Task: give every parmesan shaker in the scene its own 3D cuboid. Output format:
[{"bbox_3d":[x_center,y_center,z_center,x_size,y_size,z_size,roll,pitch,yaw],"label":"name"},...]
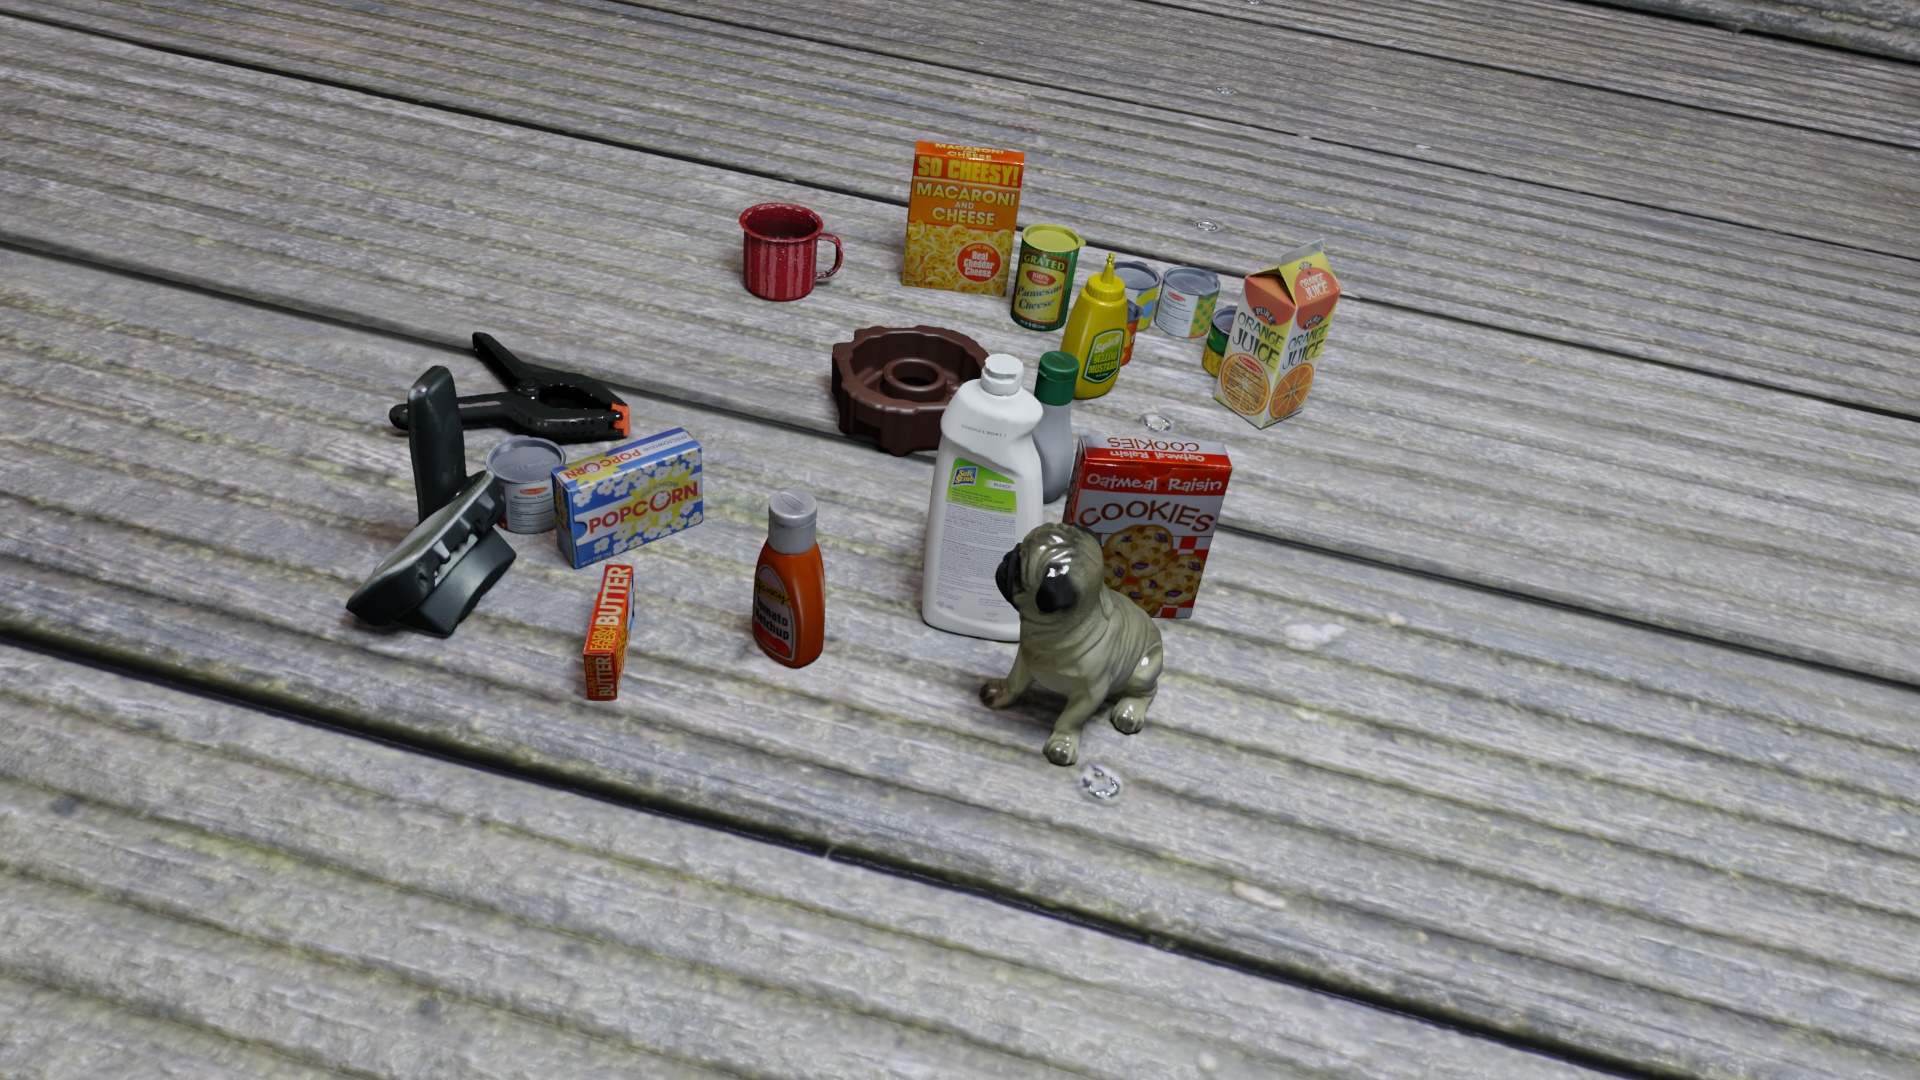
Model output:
[{"bbox_3d":[0.098,-0.295,1.564,0.071,0.102,0.072,5,39,-4],"label":"parmesan shaker"}]

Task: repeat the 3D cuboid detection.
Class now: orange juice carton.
[{"bbox_3d":[0.331,-0.220,1.441,0.072,0.191,0.073,-23,48,-33],"label":"orange juice carton"}]

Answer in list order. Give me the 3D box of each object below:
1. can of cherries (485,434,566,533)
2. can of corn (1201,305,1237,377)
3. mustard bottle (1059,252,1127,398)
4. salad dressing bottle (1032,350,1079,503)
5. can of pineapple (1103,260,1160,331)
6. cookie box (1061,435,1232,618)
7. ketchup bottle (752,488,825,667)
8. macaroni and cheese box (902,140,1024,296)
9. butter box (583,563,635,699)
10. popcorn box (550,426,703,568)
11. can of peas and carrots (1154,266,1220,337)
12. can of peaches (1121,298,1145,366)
[{"bbox_3d":[-0.377,-0.050,1.212,0.071,0.058,0.072,5,39,-4],"label":"can of cherries"},{"bbox_3d":[0.305,-0.218,1.541,0.071,0.058,0.071,5,39,-4],"label":"can of corn"},{"bbox_3d":[0.142,-0.224,1.438,0.065,0.159,0.049,-16,45,-27],"label":"mustard bottle"},{"bbox_3d":[0.081,-0.105,1.290,0.044,0.146,0.064,-17,45,-28],"label":"salad dressing bottle"},{"bbox_3d":[0.194,-0.281,1.600,0.071,0.057,0.071,5,39,-4],"label":"can of pineapple"},{"bbox_3d":[0.149,-0.008,1.167,0.123,0.166,0.040,2,39,-7],"label":"cookie box"},{"bbox_3d":[-0.133,0.028,1.088,0.065,0.148,0.044,34,45,29],"label":"ketchup bottle"},{"bbox_3d":[0.001,-0.366,1.584,0.124,0.165,0.040,5,39,-3],"label":"macaroni and cheese box"},{"bbox_3d":[-0.273,0.071,1.086,0.024,0.052,0.104,4,39,-6],"label":"butter box"},{"bbox_3d":[-0.284,-0.038,1.193,0.127,0.084,0.038,-23,48,-33],"label":"popcorn box"},{"bbox_3d":[0.263,-0.276,1.605,0.071,0.058,0.071,5,39,-4],"label":"can of peas and carrots"},{"bbox_3d":[0.164,-0.231,1.532,0.071,0.057,0.071,5,39,-4],"label":"can of peaches"}]
